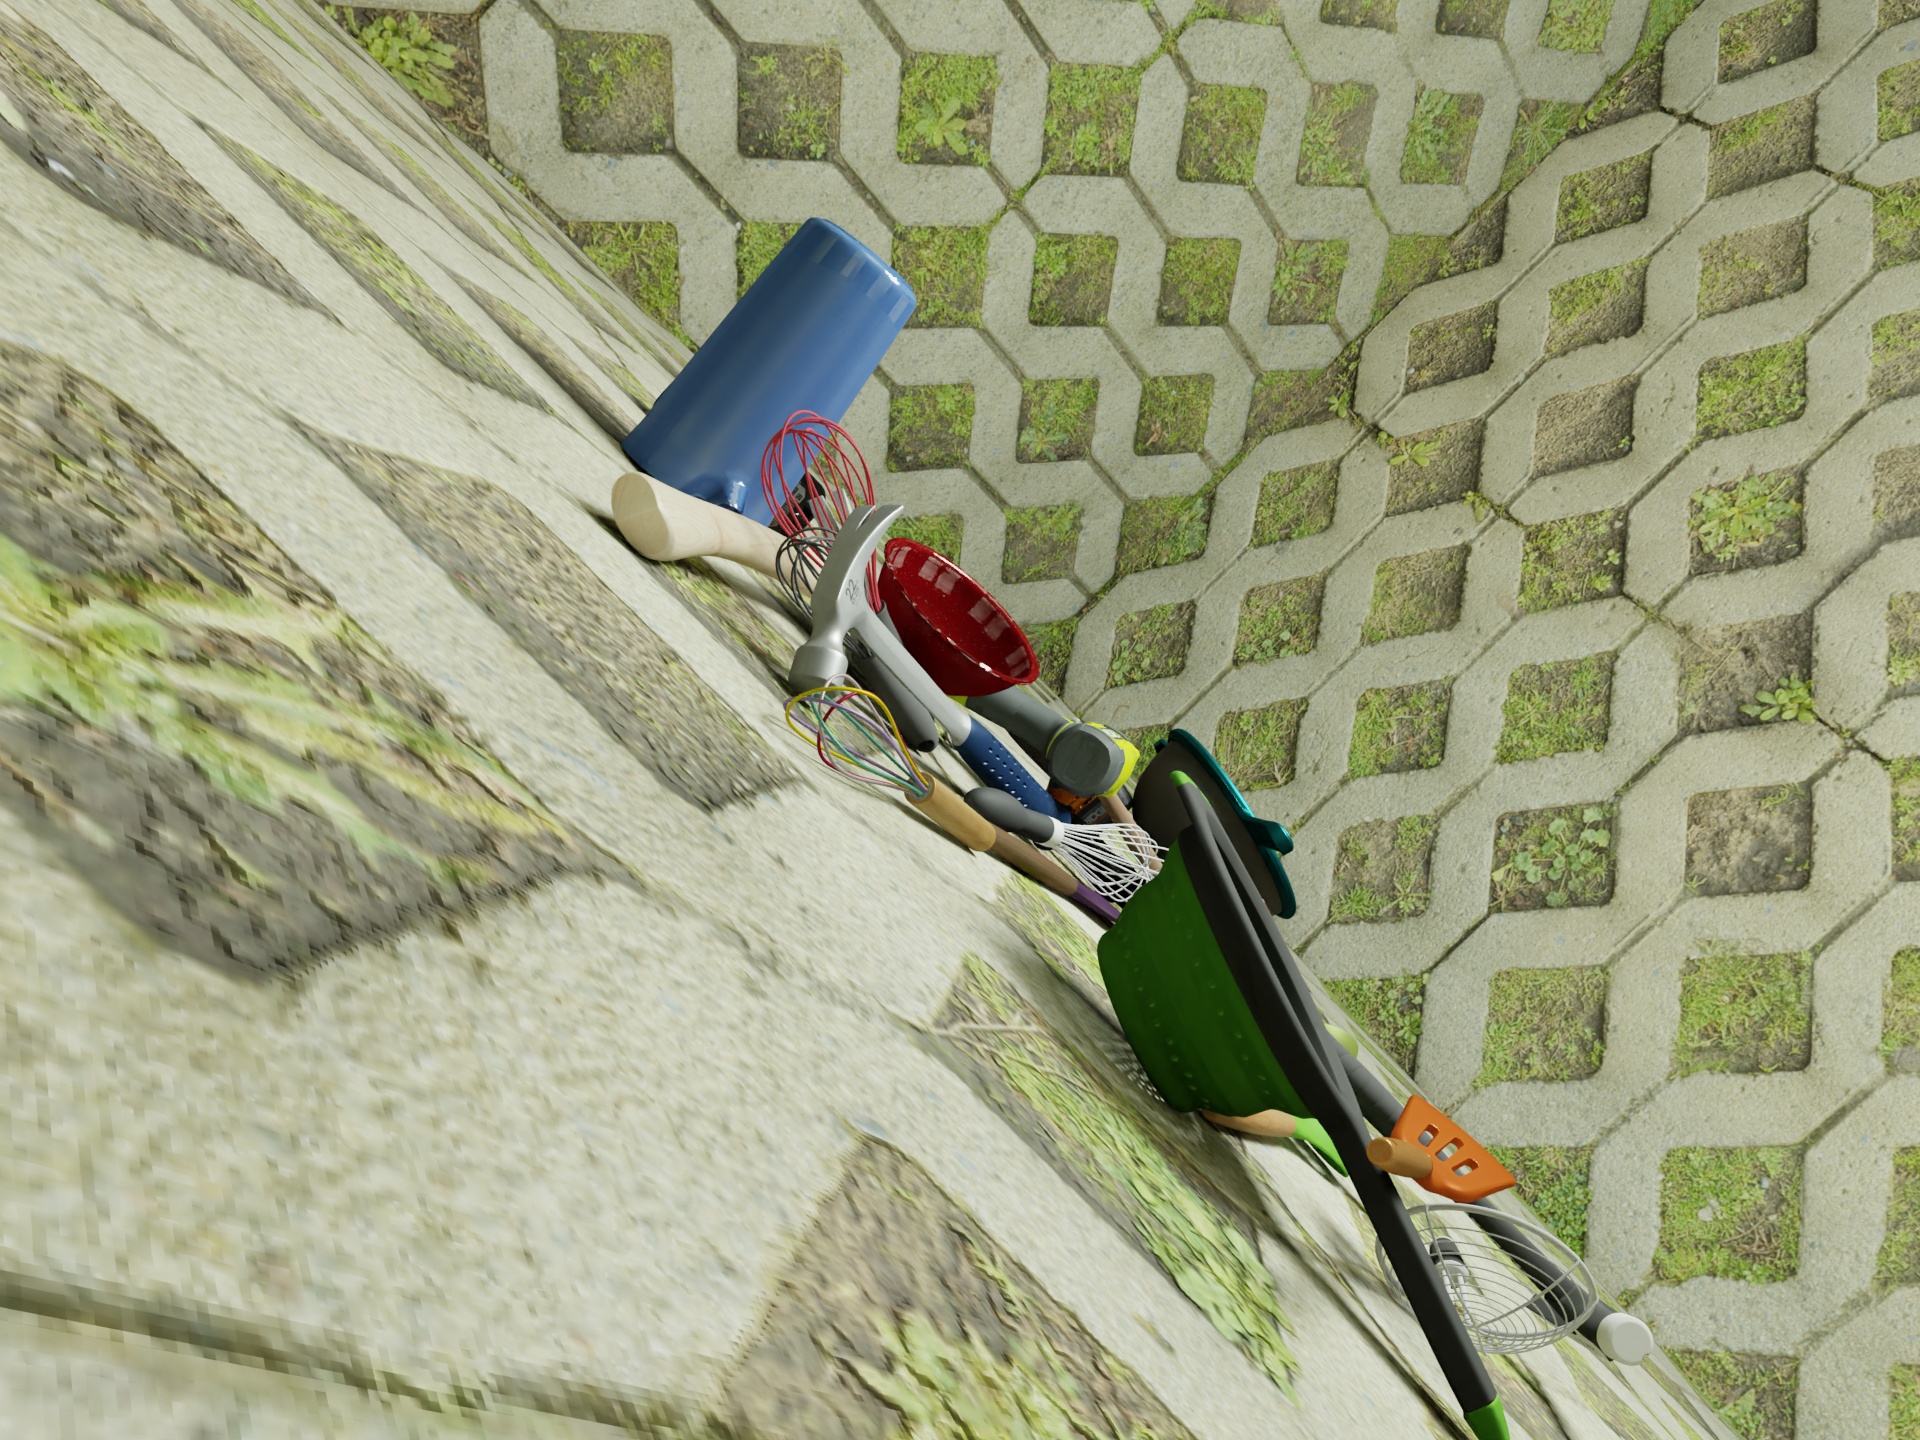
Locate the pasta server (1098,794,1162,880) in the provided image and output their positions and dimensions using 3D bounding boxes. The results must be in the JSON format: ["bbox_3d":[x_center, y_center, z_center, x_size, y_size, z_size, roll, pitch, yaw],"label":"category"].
[{"bbox_3d":[0.189,0.161,1.366,0.040,0.060,0.317,85,-22,-57],"label":"pasta server"}]

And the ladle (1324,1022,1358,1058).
[{"bbox_3d":[0.244,0.225,1.509,0.320,0.062,0.078,45,-26,31],"label":"ladle"}]

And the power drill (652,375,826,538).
[{"bbox_3d":[-0.204,-0.245,1.548,0.190,0.080,0.229,42,3,-24],"label":"power drill"}]

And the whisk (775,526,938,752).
[{"bbox_3d":[-0.064,-0.050,1.127,0.055,0.055,0.238,50,-6,43],"label":"whisk"}]

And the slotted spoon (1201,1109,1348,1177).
[{"bbox_3d":[0.214,0.273,1.070,0.070,0.031,0.313,49,8,30],"label":"slotted spoon"}]

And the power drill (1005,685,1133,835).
[{"bbox_3d":[0.066,0.007,1.555,0.226,0.084,0.164,50,4,-6],"label":"power drill"}]

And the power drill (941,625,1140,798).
[{"bbox_3d":[0.050,-0.010,1.386,0.223,0.080,0.171,33,7,12],"label":"power drill"}]

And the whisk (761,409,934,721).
[{"bbox_3d":[-0.072,-0.095,1.151,0.073,0.073,0.295,52,-13,50],"label":"whisk"}]

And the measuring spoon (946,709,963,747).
[{"bbox_3d":[-0.004,0.014,1.456,0.034,0.018,0.124,54,12,-1],"label":"measuring spoon"}]

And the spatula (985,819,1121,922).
[{"bbox_3d":[0.070,0.117,1.193,0.060,0.018,0.315,36,-1,31],"label":"spatula"}]

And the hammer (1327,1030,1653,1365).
[{"bbox_3d":[0.350,0.329,1.169,0.335,0.035,0.146,45,-7,9],"label":"hammer"}]

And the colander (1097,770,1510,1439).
[{"bbox_3d":[0.171,0.225,0.875,0.397,0.094,0.204,66,11,20],"label":"colander"}]

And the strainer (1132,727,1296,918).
[{"bbox_3d":[0.227,0.118,1.459,0.211,0.095,0.340,59,-2,0],"label":"strainer"}]

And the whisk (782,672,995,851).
[{"bbox_3d":[-0.030,0.033,0.944,0.051,0.047,0.244,47,2,33],"label":"whisk"}]

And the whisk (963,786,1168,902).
[{"bbox_3d":[0.083,0.094,1.247,0.284,0.070,0.070,25,19,-52],"label":"whisk"}]

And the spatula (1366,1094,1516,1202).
[{"bbox_3d":[0.255,0.236,0.873,0.081,0.041,0.322,41,1,27],"label":"spatula"}]

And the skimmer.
[{"bbox_3d":[0.343,0.355,1.074,0.127,0.090,0.363,15,-6,16],"label":"skimmer"}]

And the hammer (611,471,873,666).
[{"bbox_3d":[-0.140,-0.128,1.121,0.410,0.038,0.146,12,61,-75],"label":"hammer"}]

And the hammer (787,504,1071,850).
[{"bbox_3d":[-0.002,-0.004,1.156,0.035,0.144,0.405,3,-24,27],"label":"hammer"}]
